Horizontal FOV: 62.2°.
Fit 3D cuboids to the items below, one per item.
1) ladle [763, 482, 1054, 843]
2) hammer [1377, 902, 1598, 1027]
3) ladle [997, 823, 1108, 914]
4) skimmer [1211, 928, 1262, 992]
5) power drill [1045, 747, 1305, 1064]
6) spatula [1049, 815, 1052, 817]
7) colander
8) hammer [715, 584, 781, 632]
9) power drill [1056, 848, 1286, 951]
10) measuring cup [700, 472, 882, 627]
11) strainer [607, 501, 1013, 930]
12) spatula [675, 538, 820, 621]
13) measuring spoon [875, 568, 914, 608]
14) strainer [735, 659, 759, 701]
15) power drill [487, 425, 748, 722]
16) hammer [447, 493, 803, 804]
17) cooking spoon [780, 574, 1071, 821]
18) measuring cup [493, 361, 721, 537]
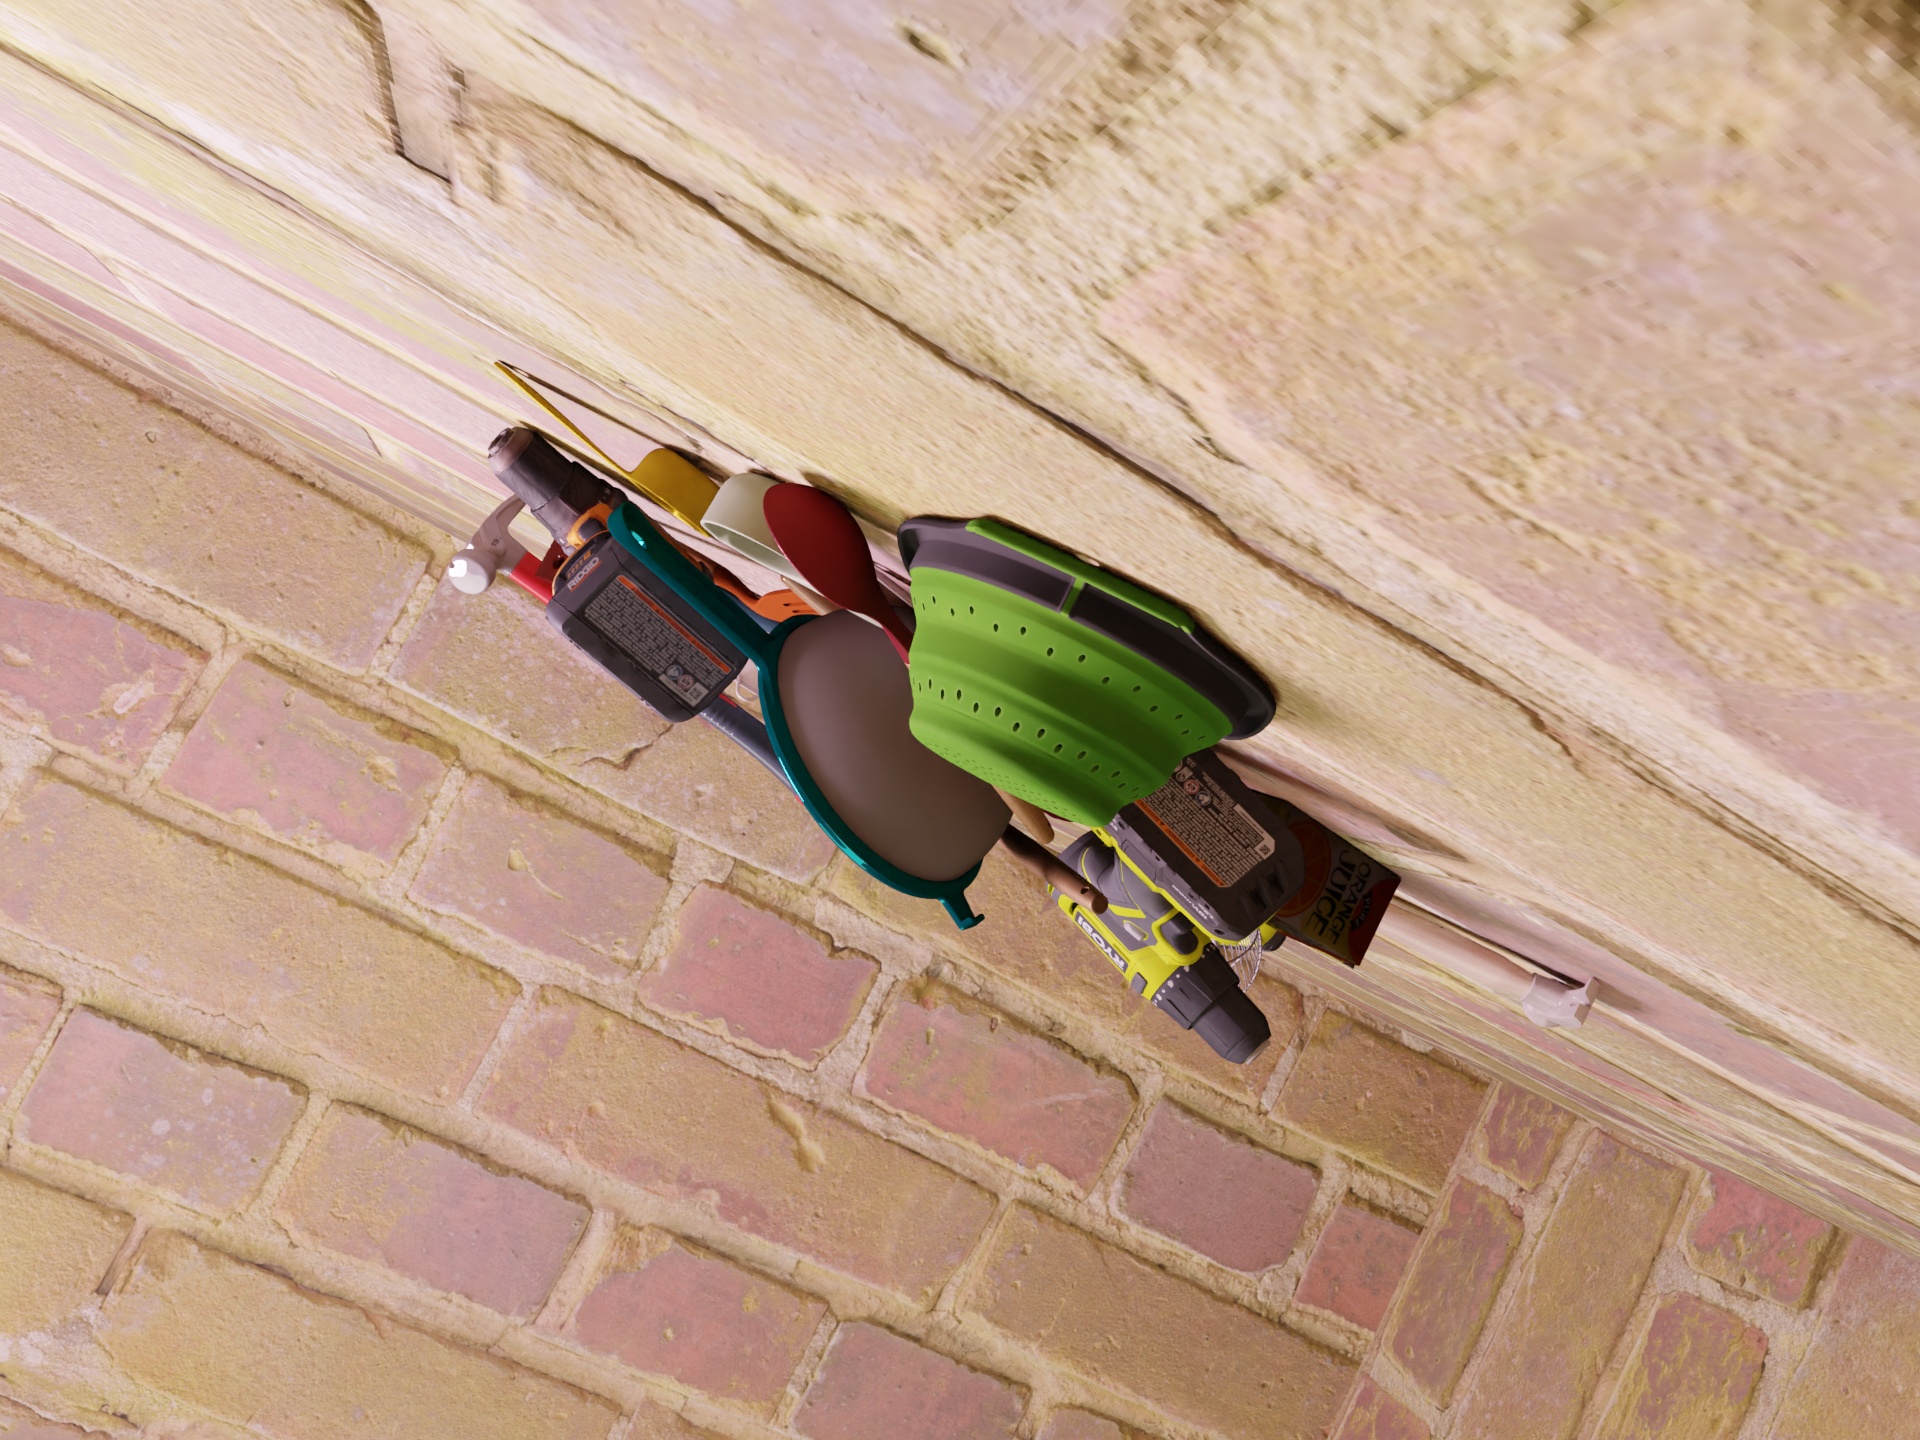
[{"bbox_3d":[-0.014,-0.019,0.878,0.031,0.069,0.315,-20,136,17],"label":"ladle"},{"bbox_3d":[0.300,0.137,1.270,0.411,0.038,0.146,26,173,15],"label":"hammer"},{"bbox_3d":[0.034,0.086,1.114,0.062,0.078,0.320,55,171,-23],"label":"ladle"},{"bbox_3d":[0.099,0.094,1.291,0.364,0.090,0.127,34,168,30],"label":"skimmer"},{"bbox_3d":[0.146,0.123,1.040,0.191,0.080,0.228,46,158,19],"label":"power drill"},{"bbox_3d":[0.026,0.025,1.490,0.082,0.044,0.318,-3,-165,-34],"label":"spatula"},{"bbox_3d":[0.049,0.002,0.857,0.204,0.094,0.397,26,175,9],"label":"colander"},{"bbox_3d":[-0.124,-0.063,1.433,0.331,0.033,0.128,28,176,-13],"label":"hammer"},{"bbox_3d":[0.194,0.156,1.460,0.171,0.080,0.223,1,167,38],"label":"power drill"},{"bbox_3d":[-0.073,-0.090,0.894,0.083,0.038,0.167,22,175,41],"label":"measuring cup"},{"bbox_3d":[-0.065,-0.037,0.990,0.340,0.095,0.211,43,-151,-29],"label":"strainer"},{"bbox_3d":[-0.196,-0.128,1.222,0.323,0.041,0.081,28,175,32],"label":"spatula"},{"bbox_3d":[-0.012,-0.067,0.964,0.124,0.018,0.034,36,-175,-20],"label":"measuring spoon"},{"bbox_3d":[-0.183,-0.049,1.487,0.087,0.050,0.258,33,-178,-6],"label":"strainer"},{"bbox_3d":[-0.234,-0.108,1.062,0.185,0.084,0.226,43,-175,-28],"label":"power drill"},{"bbox_3d":[-0.264,-0.056,1.421,0.386,0.038,0.143,38,-147,-15],"label":"hammer"},{"bbox_3d":[-0.015,-0.016,1.169,0.318,0.017,0.069,39,-156,-32],"label":"cooking spoon"},{"bbox_3d":[-0.198,-0.163,0.909,0.156,0.029,0.062,39,177,-3],"label":"measuring cup"}]
